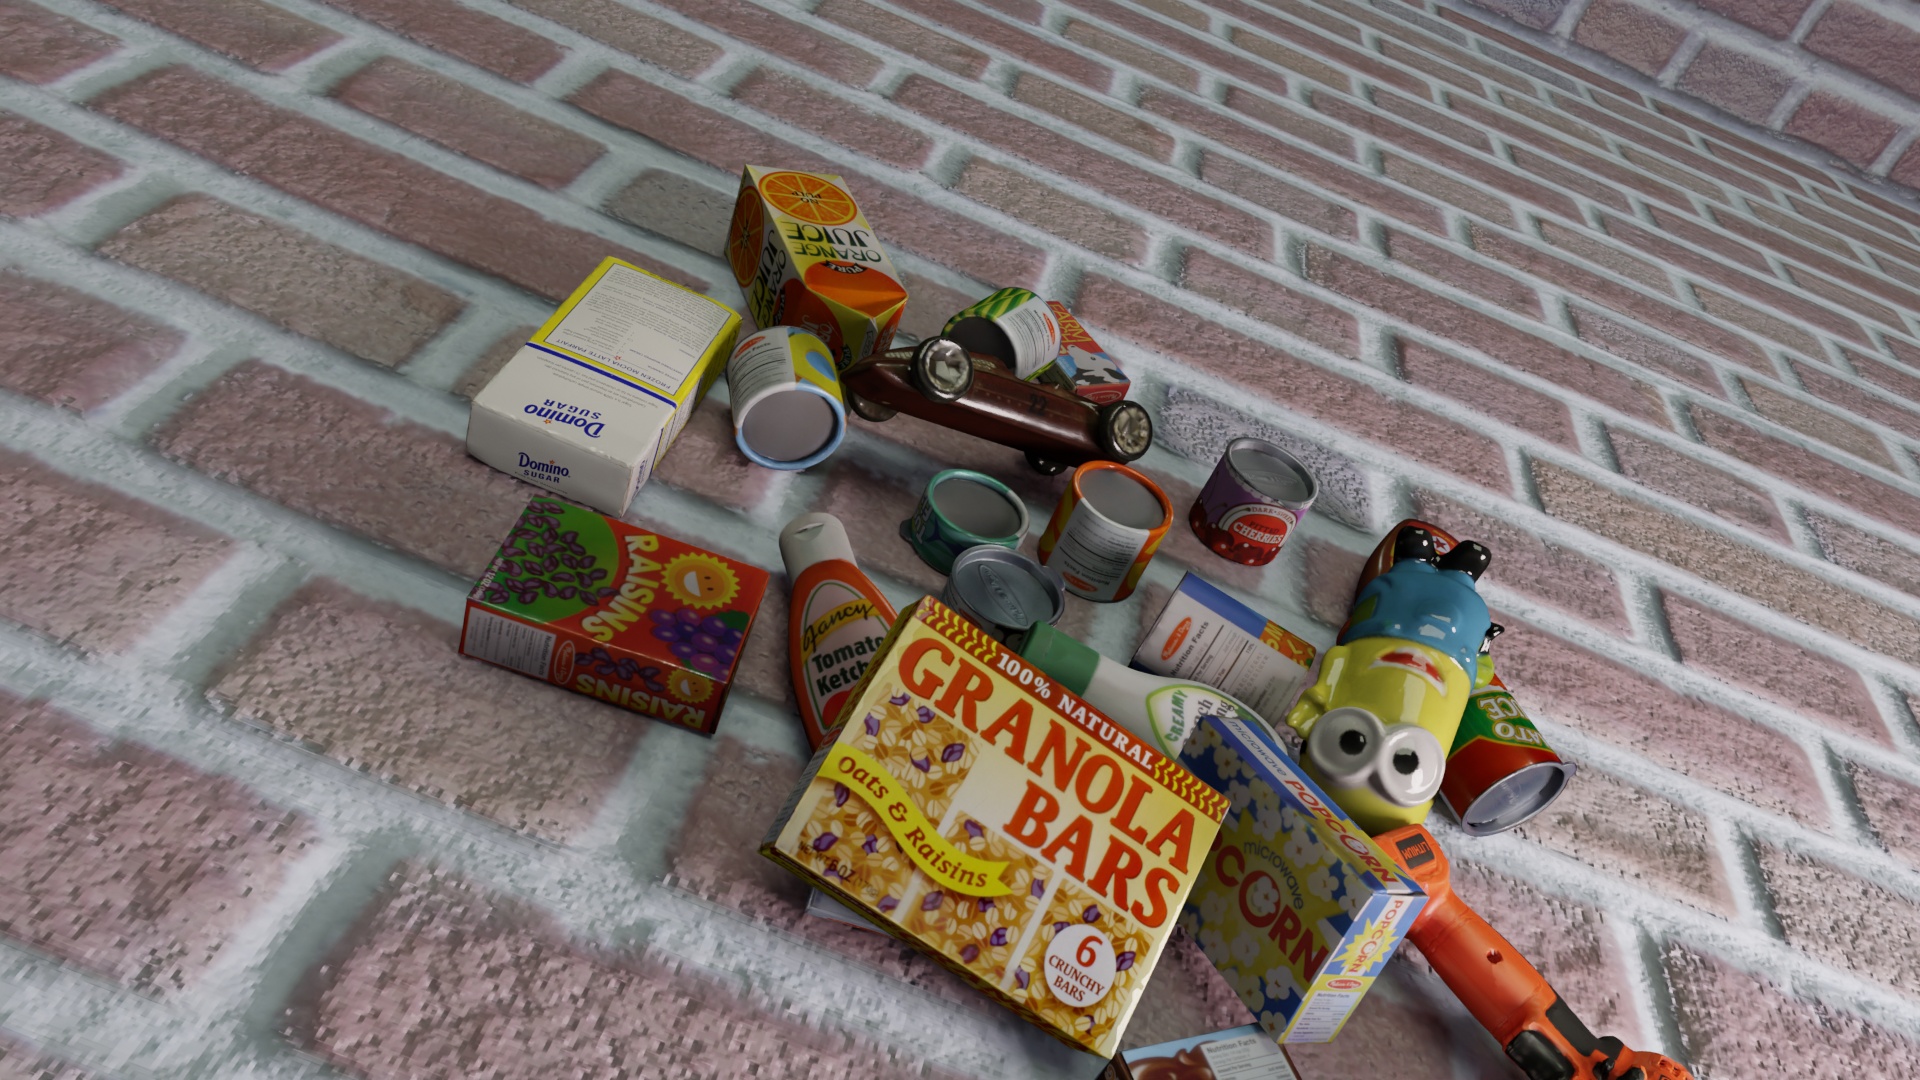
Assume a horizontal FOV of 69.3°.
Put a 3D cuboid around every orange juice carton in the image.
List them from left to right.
[{"bbox_3d":[-0.093,-0.167,0.921,0.073,0.071,0.193,0,43,-28],"label":"orange juice carton"}]

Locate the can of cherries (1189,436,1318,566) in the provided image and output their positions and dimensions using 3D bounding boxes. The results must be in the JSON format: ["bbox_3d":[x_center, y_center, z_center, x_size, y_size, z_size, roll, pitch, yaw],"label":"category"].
[{"bbox_3d":[0.193,-0.024,0.915,0.071,0.058,0.072,16,38,-13],"label":"can of cherries"}]

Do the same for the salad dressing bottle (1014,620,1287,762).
[{"bbox_3d":[0.095,0.092,0.723,0.148,0.043,0.064,28,59,-2],"label":"salad dressing bottle"}]

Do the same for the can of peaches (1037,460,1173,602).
[{"bbox_3d":[0.087,-0.008,0.838,0.071,0.057,0.071,15,39,-12],"label":"can of peaches"}]

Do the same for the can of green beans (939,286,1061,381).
[{"bbox_3d":[0.027,-0.134,0.951,0.071,0.071,0.058,35,39,14],"label":"can of green beans"}]

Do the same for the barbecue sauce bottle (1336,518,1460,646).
[{"bbox_3d":[0.286,0.038,0.903,0.065,0.043,0.149,37,39,15],"label":"barbecue sauce bottle"}]

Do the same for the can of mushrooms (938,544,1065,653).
[{"bbox_3d":[0.023,0.036,0.771,0.071,0.033,0.071,15,38,-12],"label":"can of mushrooms"}]

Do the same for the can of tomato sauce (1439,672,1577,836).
[{"bbox_3d":[0.296,0.115,0.794,0.071,0.070,0.083,2,42,-27],"label":"can of tomato sauce"}]

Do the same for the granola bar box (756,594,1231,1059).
[{"bbox_3d":[0.017,0.120,0.587,0.165,0.039,0.124,35,67,-10],"label":"granola bar box"}]

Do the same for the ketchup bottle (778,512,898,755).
[{"bbox_3d":[-0.058,0.048,0.698,0.065,0.043,0.149,-19,47,-6],"label":"ketchup bottle"}]

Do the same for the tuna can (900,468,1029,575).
[{"bbox_3d":[0.003,-0.010,0.816,0.071,0.032,0.071,16,38,-12],"label":"tuna can"}]

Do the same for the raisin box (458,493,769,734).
[{"bbox_3d":[-0.163,0.034,0.667,0.123,0.039,0.086,19,37,-5],"label":"raisin box"}]

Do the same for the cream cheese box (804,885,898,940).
[{"bbox_3d":[-0.029,0.119,0.609,0.053,0.024,0.104,18,70,-9],"label":"cream cheese box"}]

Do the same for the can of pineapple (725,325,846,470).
[{"bbox_3d":[-0.102,-0.083,0.820,0.071,0.070,0.058,7,41,-22],"label":"can of pineapple"}]

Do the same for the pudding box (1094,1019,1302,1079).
[{"bbox_3d":[0.103,0.234,0.578,0.084,0.030,0.050,0,45,-29],"label":"pudding box"}]

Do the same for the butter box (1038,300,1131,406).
[{"bbox_3d":[0.074,-0.137,1.014,0.053,0.024,0.104,-8,48,-35],"label":"butter box"}]

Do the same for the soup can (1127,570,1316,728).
[{"bbox_3d":[0.146,0.065,0.777,0.084,0.071,0.072,32,38,9],"label":"soup can"}]

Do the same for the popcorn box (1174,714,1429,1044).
[{"bbox_3d":[0.137,0.150,0.628,0.038,0.085,0.127,13,23,-35],"label":"popcorn box"}]
